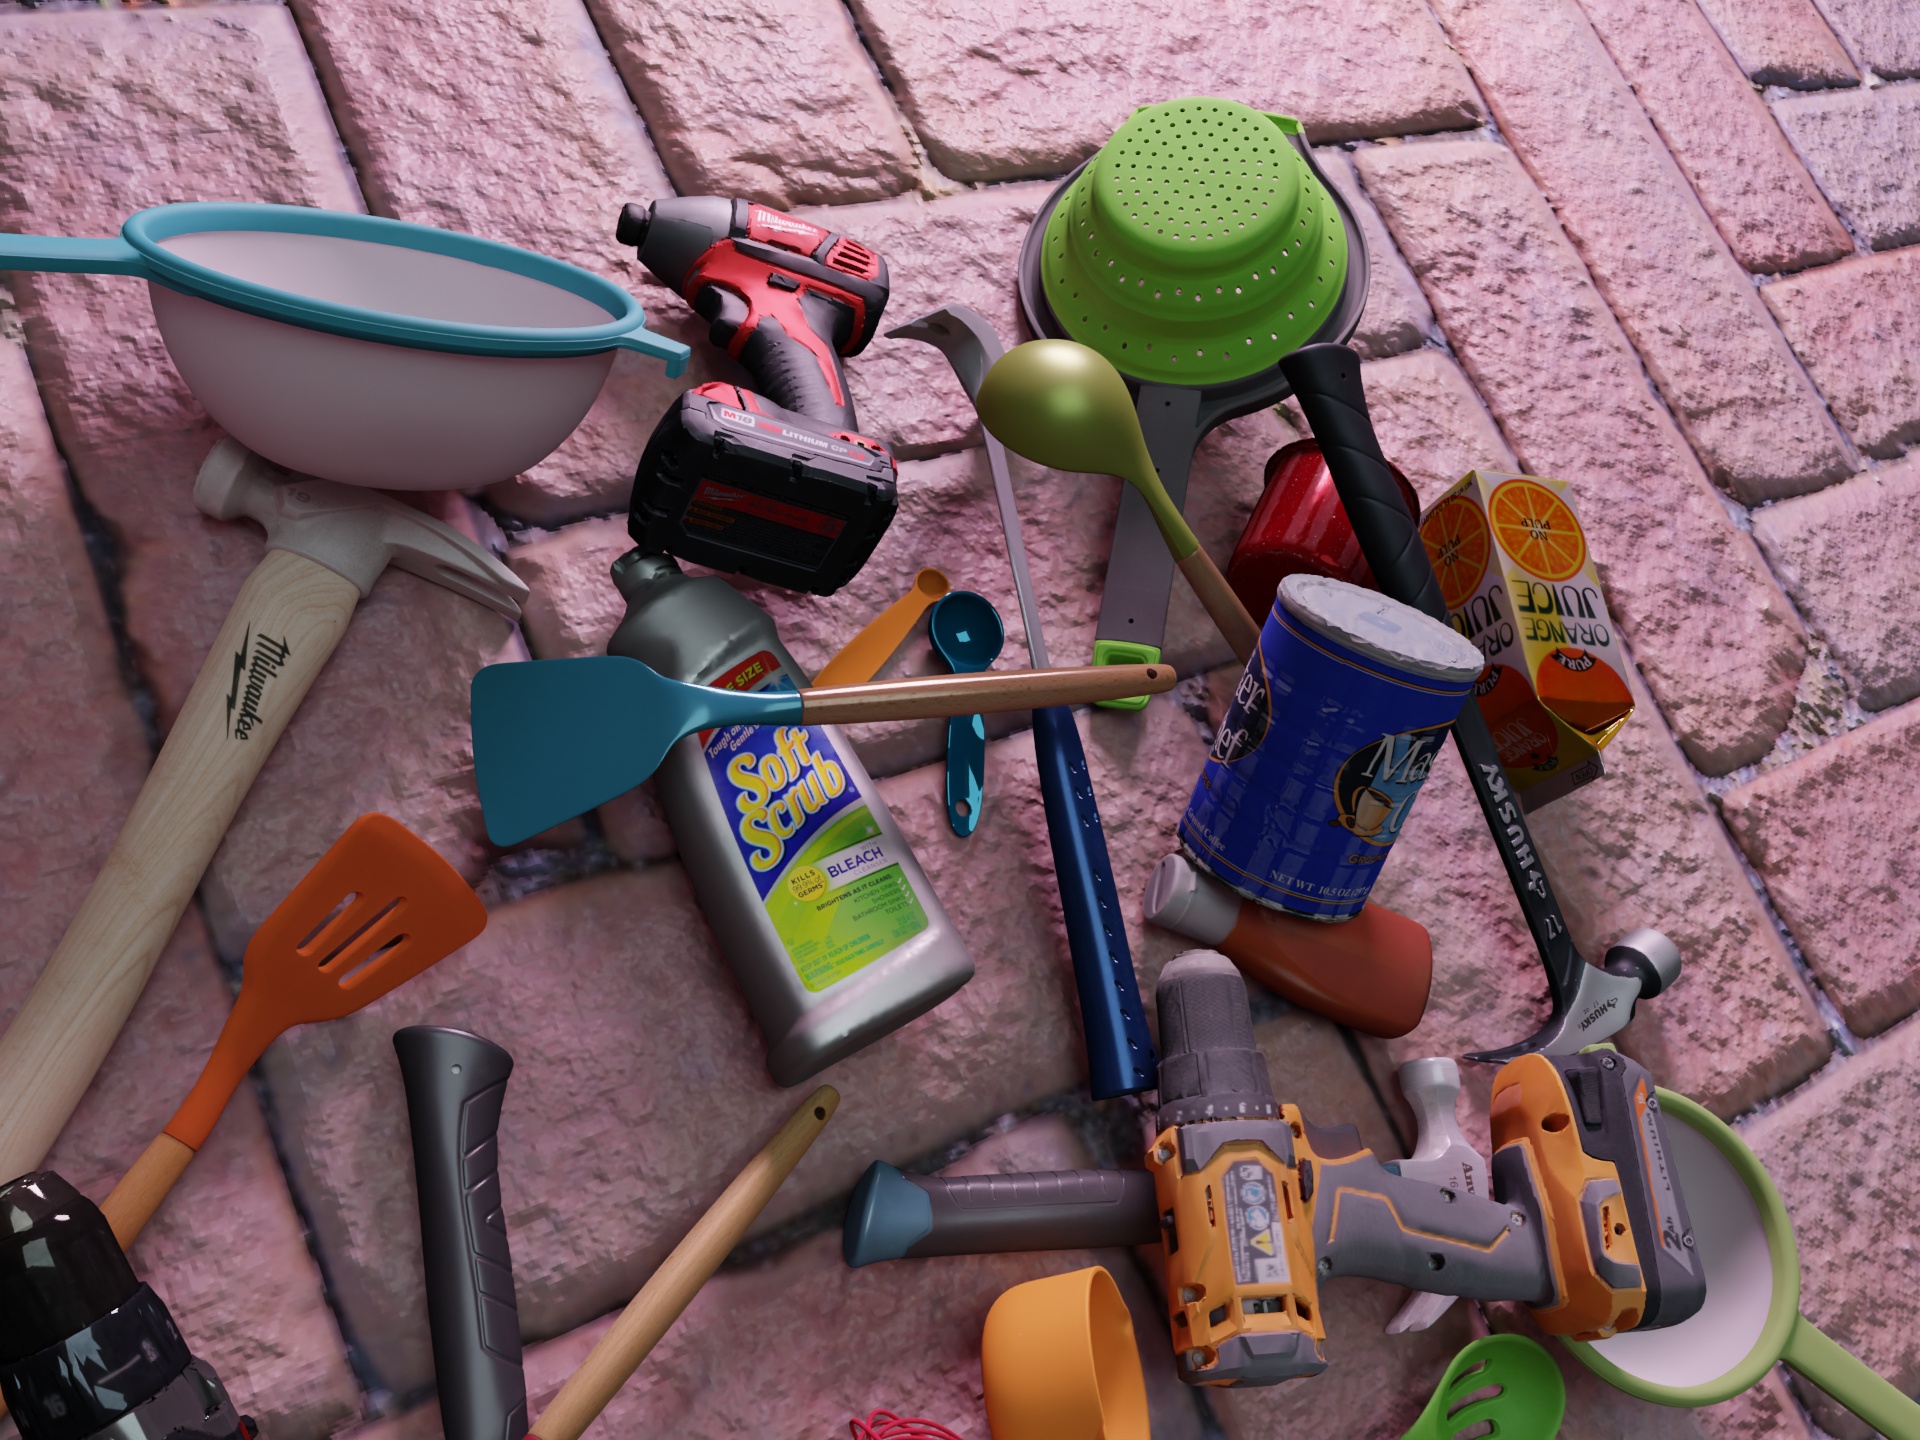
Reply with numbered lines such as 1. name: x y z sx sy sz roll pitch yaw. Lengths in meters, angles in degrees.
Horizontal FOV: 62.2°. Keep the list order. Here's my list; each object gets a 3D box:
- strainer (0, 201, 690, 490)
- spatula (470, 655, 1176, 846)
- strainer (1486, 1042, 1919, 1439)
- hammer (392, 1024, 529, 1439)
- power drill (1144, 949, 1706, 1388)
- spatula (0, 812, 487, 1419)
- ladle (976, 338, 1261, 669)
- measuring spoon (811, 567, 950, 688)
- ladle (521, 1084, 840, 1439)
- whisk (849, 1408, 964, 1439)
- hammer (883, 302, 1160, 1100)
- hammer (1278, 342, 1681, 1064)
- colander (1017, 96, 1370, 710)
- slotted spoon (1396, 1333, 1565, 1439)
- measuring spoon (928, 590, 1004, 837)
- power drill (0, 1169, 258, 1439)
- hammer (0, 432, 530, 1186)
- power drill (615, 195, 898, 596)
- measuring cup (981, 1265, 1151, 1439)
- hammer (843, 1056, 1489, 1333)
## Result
1. strainer: -0.299 -0.149 0.657 0.340 0.095 0.211 -8 31 -39
2. spatula: -0.050 -0.005 0.704 0.317 0.044 0.082 -5 66 -21
3. strainer: 0.371 0.292 0.787 0.256 0.069 0.151 36 62 4
4. hammer: -0.179 0.277 0.586 0.146 0.035 0.335 -4 68 -26
5. power drill: 0.194 0.192 0.711 0.226 0.084 0.185 0 64 -9
6. spatula: -0.295 0.177 0.576 0.323 0.041 0.080 -60 140 -28
7. ladle: 0.118 -0.063 0.815 0.320 0.062 0.078 51 35 -27
8. measuring spoon: -0.044 -0.037 0.807 0.021 0.011 0.117 42 61 0
9. ladle: -0.136 0.247 0.585 0.069 0.031 0.315 49 48 -7
10. whisk: 0.045 0.392 0.617 0.073 0.073 0.296 -36 89 -32
11. hammer: 0.039 -0.019 0.788 0.144 0.035 0.406 21 55 -63
12. hammer: 0.260 -0.008 0.845 0.149 0.036 0.409 -28 97 -29
13. colander: 0.116 -0.202 0.869 0.204 0.094 0.397 8 71 10
14. slotted spoon: 0.156 0.330 0.677 0.313 0.031 0.070 -4 89 -37
15. measuring spoon: -0.001 -0.003 0.807 0.042 0.021 0.129 9 72 -26
16. power drill: -0.332 0.267 0.480 0.226 0.080 0.188 -27 95 -33
17. hammer: -0.313 0.074 0.621 0.146 0.038 0.411 25 60 -13
18. power drill: -0.103 -0.175 0.784 0.143 0.078 0.220 14 48 -24
19. measuring cup: 0.053 0.314 0.658 0.052 0.095 0.173 -14 98 13
20. hammer: 0.105 0.222 0.736 0.331 0.033 0.128 4 64 -21
